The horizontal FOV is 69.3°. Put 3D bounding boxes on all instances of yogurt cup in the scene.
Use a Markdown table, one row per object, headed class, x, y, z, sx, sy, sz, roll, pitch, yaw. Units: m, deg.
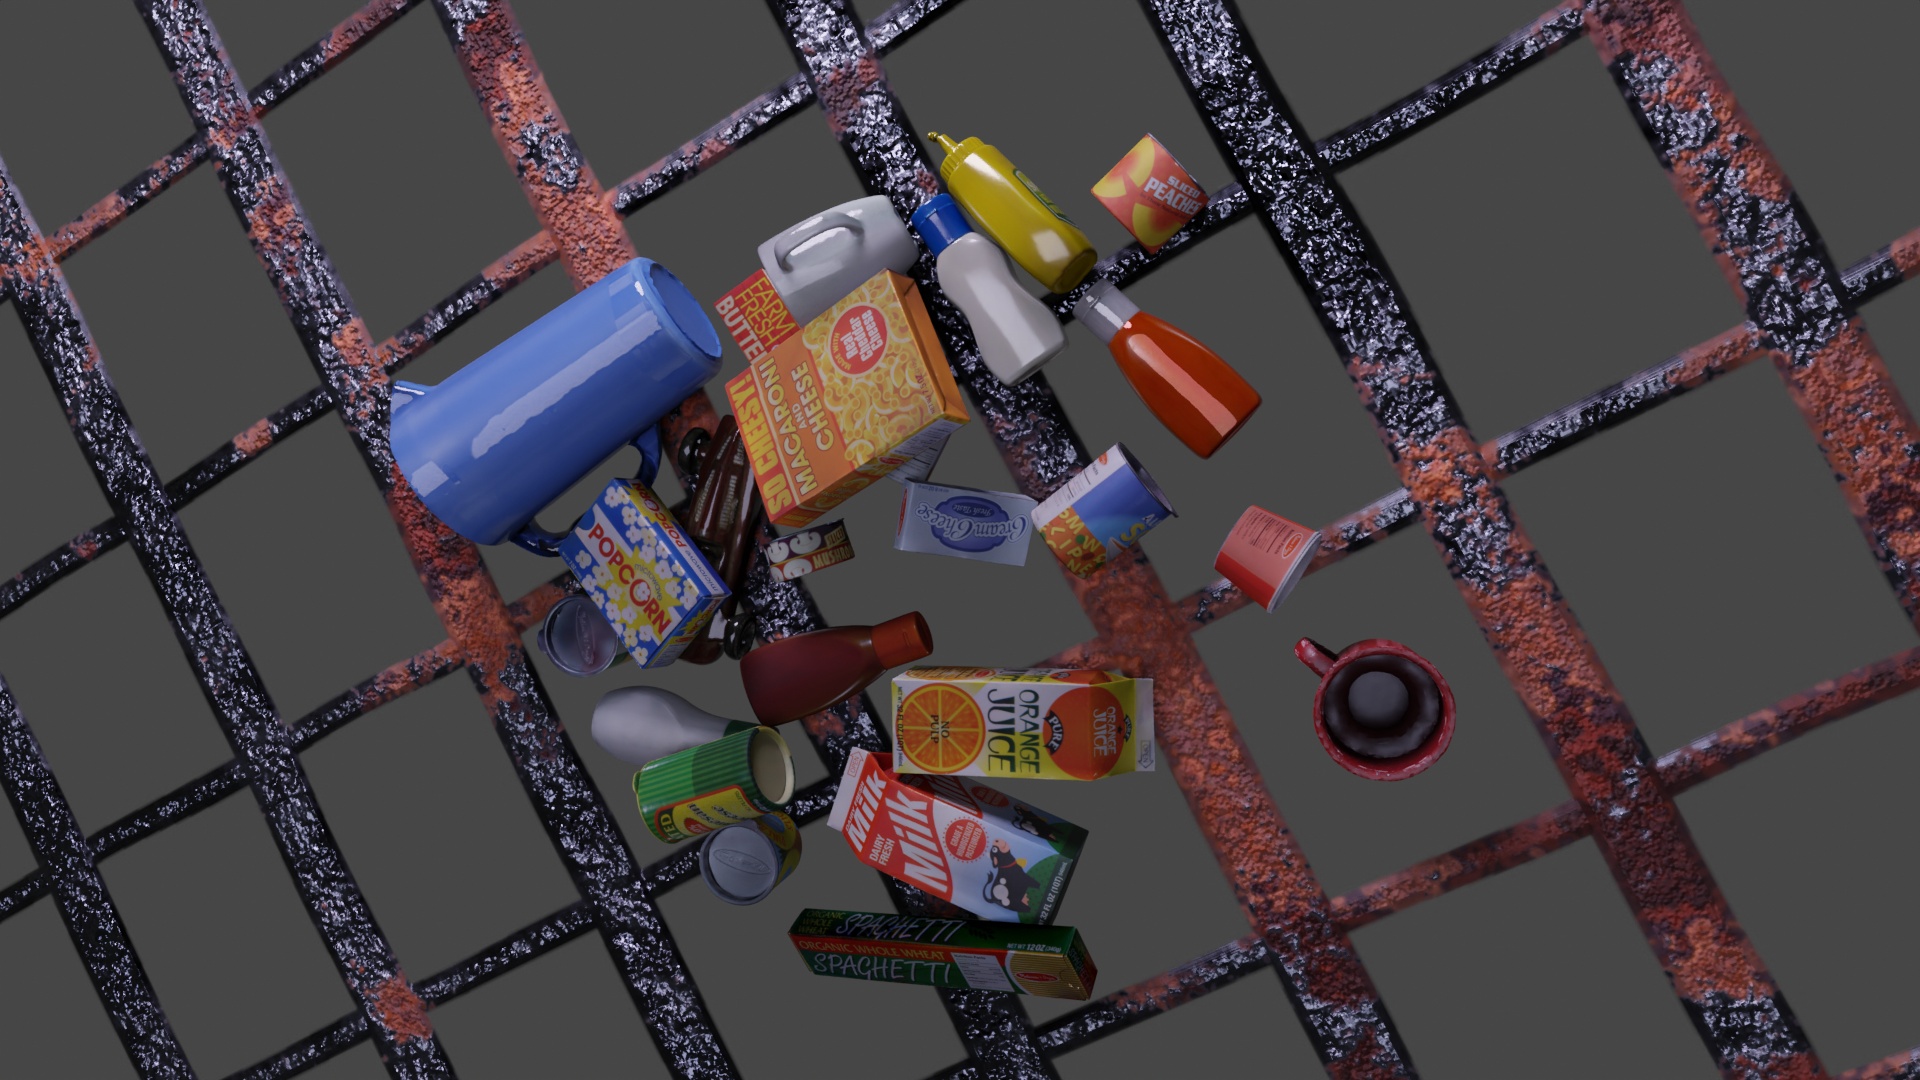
| class | x | y | z | sx | sy | sz | roll | pitch | yaw |
| --- | --- | --- | --- | --- | --- | --- | --- | --- | --- |
| yogurt cup | 0.219 | 0.011 | 0.998 | 0.054 | 0.072 | 0.072 | 33 | 101 | 17 |

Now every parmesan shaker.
| class | x | y | z | sx | sy | sz | roll | pitch | yaw |
| --- | --- | --- | --- | --- | --- | --- | --- | --- | --- |
| parmesan shaker | -0.188 | 0.186 | 1.062 | 0.103 | 0.071 | 0.071 | -20 | 89 | 21 |

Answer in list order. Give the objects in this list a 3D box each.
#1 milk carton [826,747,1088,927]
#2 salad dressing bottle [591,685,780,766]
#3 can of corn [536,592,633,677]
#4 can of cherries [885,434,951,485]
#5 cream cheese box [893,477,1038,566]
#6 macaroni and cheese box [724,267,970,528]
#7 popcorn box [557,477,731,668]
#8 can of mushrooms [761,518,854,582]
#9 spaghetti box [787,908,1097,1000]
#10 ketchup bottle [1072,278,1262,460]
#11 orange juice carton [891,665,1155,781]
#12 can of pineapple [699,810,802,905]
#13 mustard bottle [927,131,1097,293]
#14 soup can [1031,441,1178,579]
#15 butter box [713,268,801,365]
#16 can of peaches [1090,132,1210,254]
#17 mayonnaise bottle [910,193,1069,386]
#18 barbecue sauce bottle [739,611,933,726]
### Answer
| class | x | y | z | sx | sy | sz | roll | pitch | yaw |
| --- | --- | --- | --- | --- | --- | --- | --- | --- | --- |
| milk carton | -0.007 | 0.225 | 1.060 | 0.191 | 0.073 | 0.072 | 21 | 101 | 11 |
| salad dressing bottle | -0.221 | 0.156 | 1.122 | 0.148 | 0.044 | 0.064 | 9 | 94 | 11 |
| can of corn | -0.297 | 0.073 | 1.125 | 0.071 | 0.058 | 0.071 | 1 | 95 | 13 |
| can of cherries | -0.044 | -0.080 | 1.054 | 0.071 | 0.071 | 0.058 | 29 | 101 | 10 |
| cream cheese box | 0.004 | -0.013 | 1.039 | 0.104 | 0.024 | 0.053 | 7 | 98 | -24 |
| macaroni and cheese box | -0.086 | -0.101 | 1.017 | 0.166 | 0.040 | 0.124 | -31 | 69 | 27 |
| popcorn box | -0.246 | 0.025 | 1.077 | 0.085 | 0.038 | 0.127 | -47 | 71 | 23 |
| can of mushrooms | -0.115 | 0.007 | 1.073 | 0.071 | 0.071 | 0.033 | -18 | 91 | 14 |
| spaghetti box | -0.019 | 0.310 | 1.046 | 0.250 | 0.029 | 0.050 | -6 | 123 | 31 |
| ketchup bottle | 0.147 | -0.130 | 1.015 | 0.149 | 0.043 | 0.064 | 44 | 101 | 7 |
| orange juice carton | 0.049 | 0.135 | 1.041 | 0.193 | 0.073 | 0.071 | 0 | 94 | 13 |
| can of pineapple | -0.165 | 0.248 | 1.107 | 0.071 | 0.058 | 0.071 | 1 | 94 | 13 |
| mustard bottle | 0.031 | -0.251 | 1.025 | 0.160 | 0.065 | 0.048 | 47 | 107 | 10 |
| soup can | 0.106 | -0.019 | 1.021 | 0.083 | 0.071 | 0.071 | -39 | 85 | 14 |
| butter box | -0.144 | -0.157 | 1.091 | 0.053 | 0.024 | 0.103 | -34 | 86 | 13 |
| can of peaches | 0.137 | -0.247 | 0.996 | 0.058 | 0.071 | 0.071 | -43 | 84 | 14 |
| mayonnaise bottle | 0.018 | -0.191 | 1.043 | 0.064 | 0.041 | 0.148 | -35 | 85 | 12 |
| barbecue sauce bottle | -0.095 | 0.095 | 1.088 | 0.148 | 0.044 | 0.065 | -20 | 88 | 13 |
